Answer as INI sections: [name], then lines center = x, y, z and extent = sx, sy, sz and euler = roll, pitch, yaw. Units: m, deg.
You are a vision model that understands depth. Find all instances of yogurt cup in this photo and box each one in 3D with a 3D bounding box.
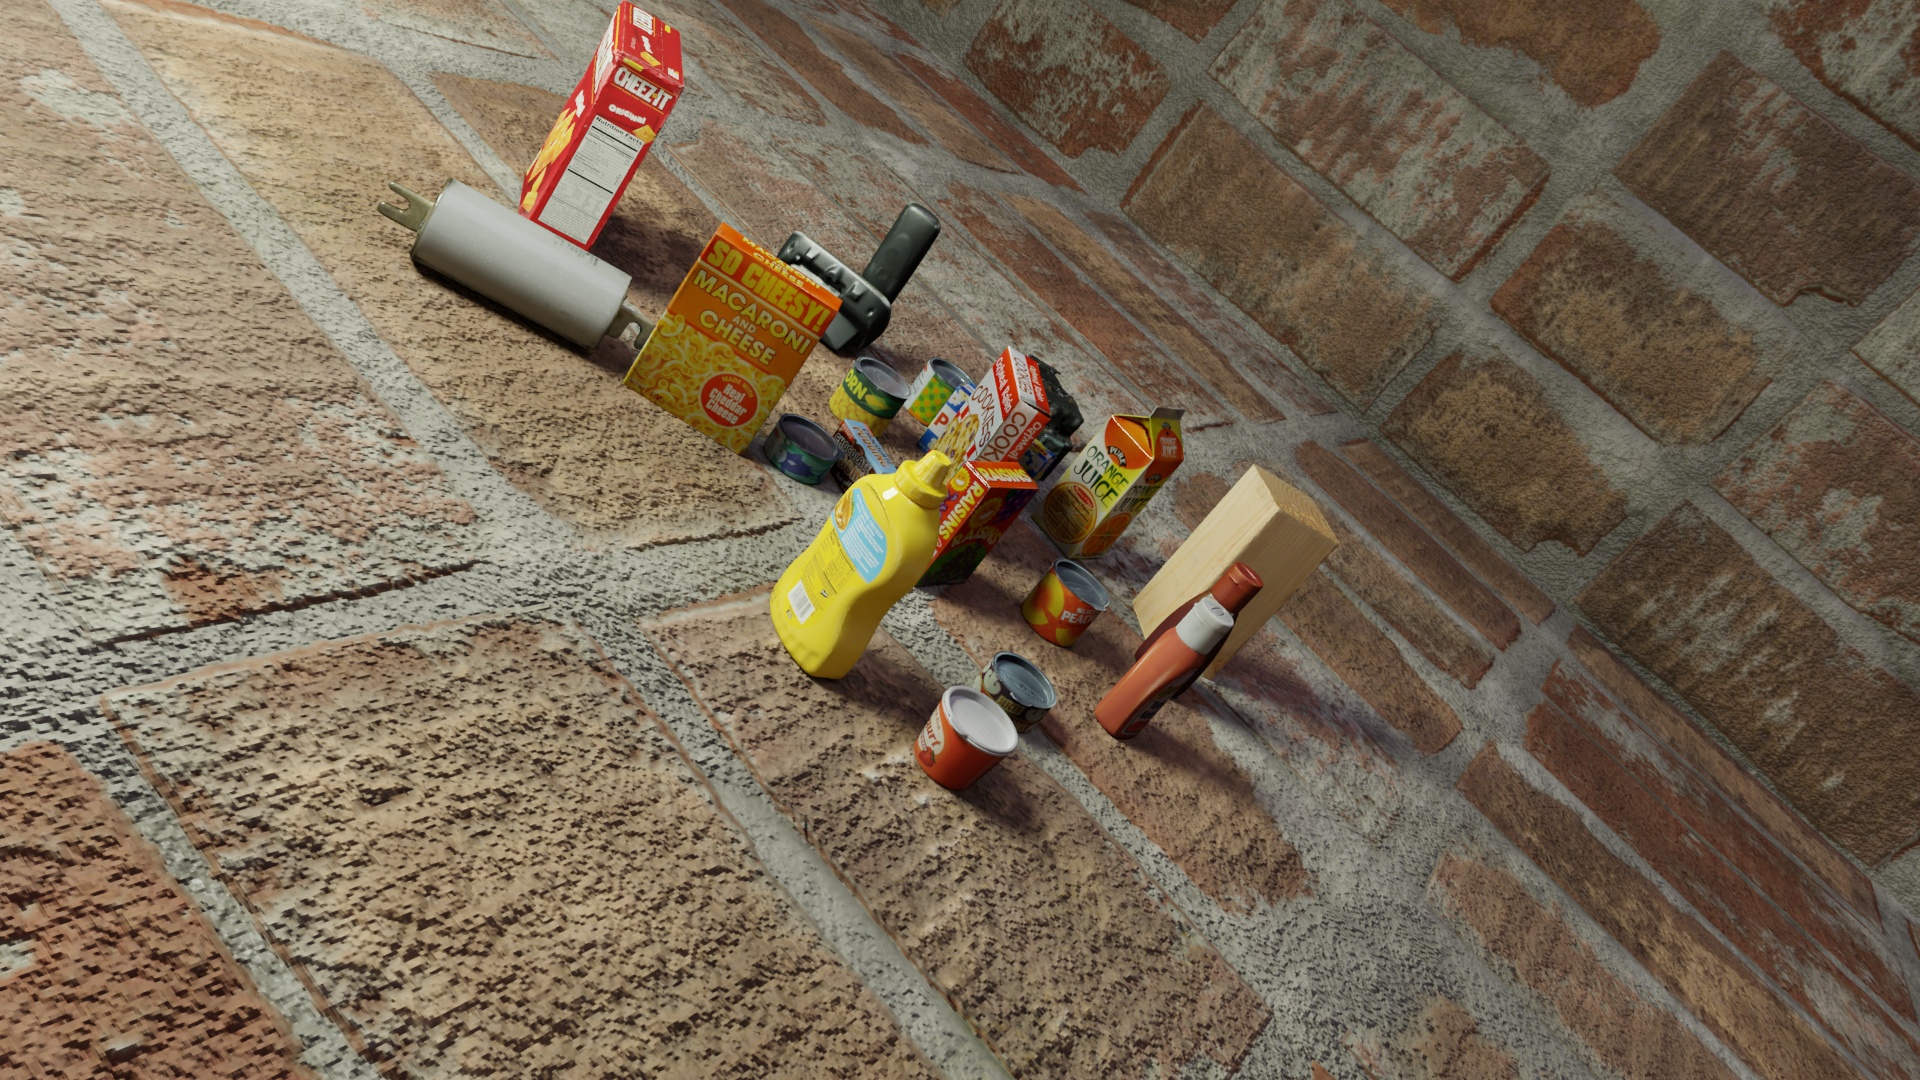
[yogurt cup]
center = 0.002, 0.152, 1.053
extent = 0.072, 0.053, 0.073
euler = 31, 25, -16

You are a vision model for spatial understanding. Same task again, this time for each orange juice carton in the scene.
[orange juice carton]
center = 0.170, -0.072, 1.509
extent = 0.073, 0.192, 0.072
euler = 50, 26, 24

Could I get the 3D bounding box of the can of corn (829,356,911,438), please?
[can of corn]
center = -0.096, -0.149, 1.442
extent = 0.071, 0.058, 0.071
euler = 31, 25, -16

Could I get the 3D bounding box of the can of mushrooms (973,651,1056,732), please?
[can of mushrooms]
center = 0.045, 0.129, 1.177
extent = 0.071, 0.033, 0.071
euler = 31, 25, -16

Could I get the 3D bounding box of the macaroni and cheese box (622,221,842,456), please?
[macaroni and cheese box]
center = -0.199, -0.174, 1.213
extent = 0.123, 0.165, 0.040
euler = 32, 24, -14

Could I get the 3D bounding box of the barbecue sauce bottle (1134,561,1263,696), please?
[barbecue sauce bottle]
center = 0.240, 0.085, 1.382
extent = 0.044, 0.148, 0.065
euler = 8, 38, -49

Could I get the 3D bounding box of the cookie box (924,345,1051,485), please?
[cookie box]
center = 0.021, -0.097, 1.379
extent = 0.040, 0.166, 0.123
euler = 29, 26, -21

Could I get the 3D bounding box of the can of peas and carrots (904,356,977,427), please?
[can of peas and carrots]
center = -0.021, -0.163, 1.569
extent = 0.071, 0.058, 0.071
euler = 31, 25, -16

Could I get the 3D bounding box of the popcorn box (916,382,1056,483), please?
[popcorn box]
center = 0.026, -0.097, 1.485
extent = 0.127, 0.085, 0.038
euler = 42, 24, 9

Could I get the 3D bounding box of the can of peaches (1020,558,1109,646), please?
[can of peaches]
center = 0.101, 0.062, 1.343
extent = 0.071, 0.058, 0.071
euler = 31, 25, -16

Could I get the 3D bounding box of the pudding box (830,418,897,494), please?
[pudding box]
center = -0.094, -0.070, 1.317
extent = 0.030, 0.049, 0.084
euler = 11, 35, -46

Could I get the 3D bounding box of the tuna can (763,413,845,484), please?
[tuna can]
center = -0.145, -0.084, 1.291
extent = 0.071, 0.032, 0.071
euler = 31, 25, -16

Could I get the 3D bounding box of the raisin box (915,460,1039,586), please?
[raisin box]
center = 0.005, -0.016, 1.267
extent = 0.040, 0.123, 0.086
euler = 50, 26, 24

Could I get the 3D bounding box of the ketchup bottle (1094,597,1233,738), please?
[ketchup bottle]
center = 0.185, 0.115, 1.255
extent = 0.043, 0.148, 0.065
euler = 48, 26, 22
